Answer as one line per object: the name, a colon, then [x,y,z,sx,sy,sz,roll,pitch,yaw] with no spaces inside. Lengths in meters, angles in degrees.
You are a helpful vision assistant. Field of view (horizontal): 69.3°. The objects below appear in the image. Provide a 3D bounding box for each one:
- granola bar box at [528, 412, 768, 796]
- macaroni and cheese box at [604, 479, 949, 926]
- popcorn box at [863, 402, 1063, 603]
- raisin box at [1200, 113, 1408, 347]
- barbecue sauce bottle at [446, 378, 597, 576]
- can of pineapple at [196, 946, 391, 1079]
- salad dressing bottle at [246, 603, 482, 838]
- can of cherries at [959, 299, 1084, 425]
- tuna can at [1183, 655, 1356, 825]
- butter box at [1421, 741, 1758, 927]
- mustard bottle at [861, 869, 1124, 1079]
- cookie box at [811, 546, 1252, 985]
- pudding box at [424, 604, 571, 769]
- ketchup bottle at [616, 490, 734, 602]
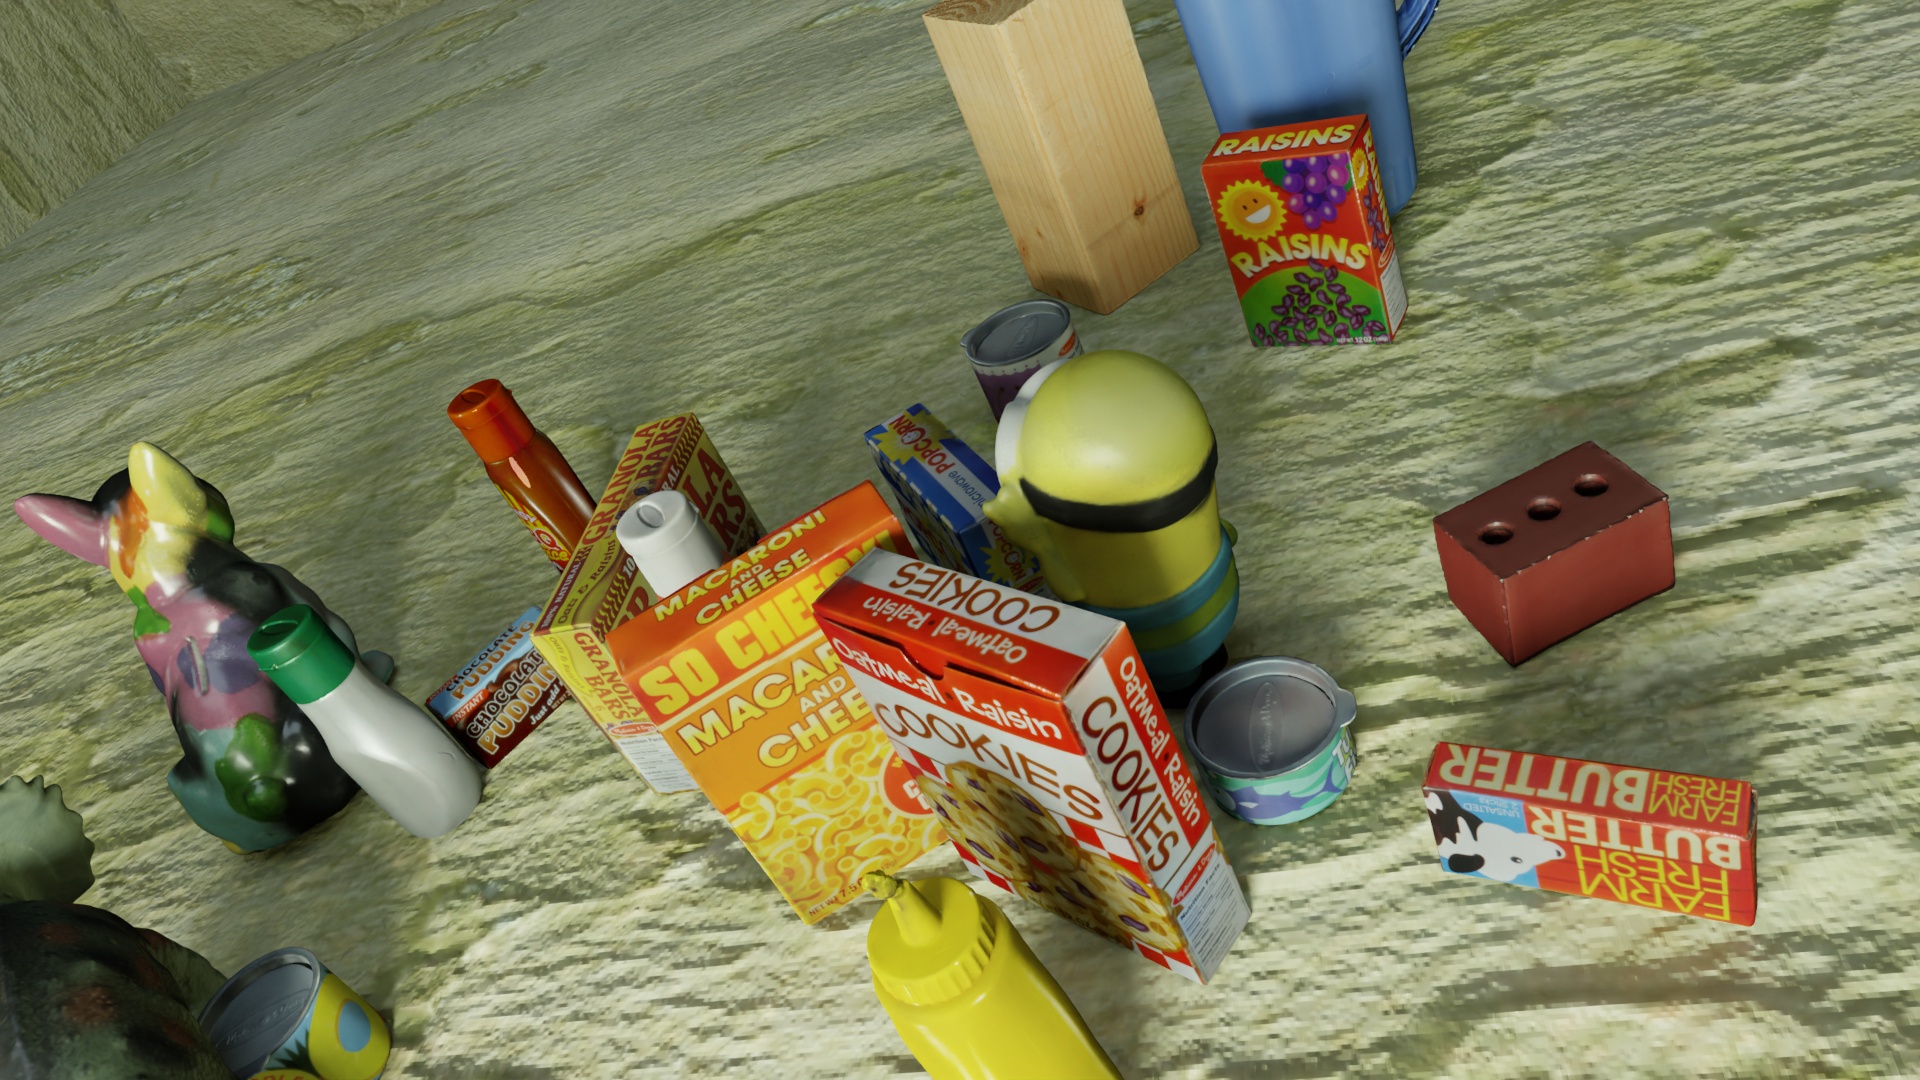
granola bar box: [-0.152,0.032,0.736,0.039,0.123,0.166,-11,38,20]
macaroni and cheese box: [-0.053,0.072,0.588,0.124,0.165,0.040,-31,36,-7]
popcorn box: [0.003,-0.009,0.724,0.038,0.085,0.127,-33,36,-8]
raisin box: [0.193,-0.169,0.772,0.086,0.123,0.040,4,46,35]
barbecue sauce bottle: [-0.259,-0.032,0.860,0.044,0.148,0.065,-44,39,-23]
can of pineapple: [-0.307,0.233,0.637,0.071,0.057,0.071,-17,37,13]
salad dressing bottle: [-0.313,0.097,0.734,0.064,0.147,0.044,-4,41,28]
can of cherries: [0.042,-0.103,0.840,0.071,0.058,0.072,-17,37,13]
tuna can: [0.131,0.082,0.576,0.071,0.032,0.071,-17,37,13]
butter box: [0.218,0.101,0.482,0.103,0.053,0.024,3,45,35]
mustard bottle: [0.008,0.154,0.453,0.065,0.159,0.049,20,56,45]
cookie box: [0.028,0.085,0.521,0.123,0.166,0.040,15,53,43]
pudding box: [-0.258,0.083,0.800,0.030,0.049,0.084,18,55,44]
ketchup bottle: [-0.115,0.041,0.680,0.043,0.148,0.065,-38,37,-15]
